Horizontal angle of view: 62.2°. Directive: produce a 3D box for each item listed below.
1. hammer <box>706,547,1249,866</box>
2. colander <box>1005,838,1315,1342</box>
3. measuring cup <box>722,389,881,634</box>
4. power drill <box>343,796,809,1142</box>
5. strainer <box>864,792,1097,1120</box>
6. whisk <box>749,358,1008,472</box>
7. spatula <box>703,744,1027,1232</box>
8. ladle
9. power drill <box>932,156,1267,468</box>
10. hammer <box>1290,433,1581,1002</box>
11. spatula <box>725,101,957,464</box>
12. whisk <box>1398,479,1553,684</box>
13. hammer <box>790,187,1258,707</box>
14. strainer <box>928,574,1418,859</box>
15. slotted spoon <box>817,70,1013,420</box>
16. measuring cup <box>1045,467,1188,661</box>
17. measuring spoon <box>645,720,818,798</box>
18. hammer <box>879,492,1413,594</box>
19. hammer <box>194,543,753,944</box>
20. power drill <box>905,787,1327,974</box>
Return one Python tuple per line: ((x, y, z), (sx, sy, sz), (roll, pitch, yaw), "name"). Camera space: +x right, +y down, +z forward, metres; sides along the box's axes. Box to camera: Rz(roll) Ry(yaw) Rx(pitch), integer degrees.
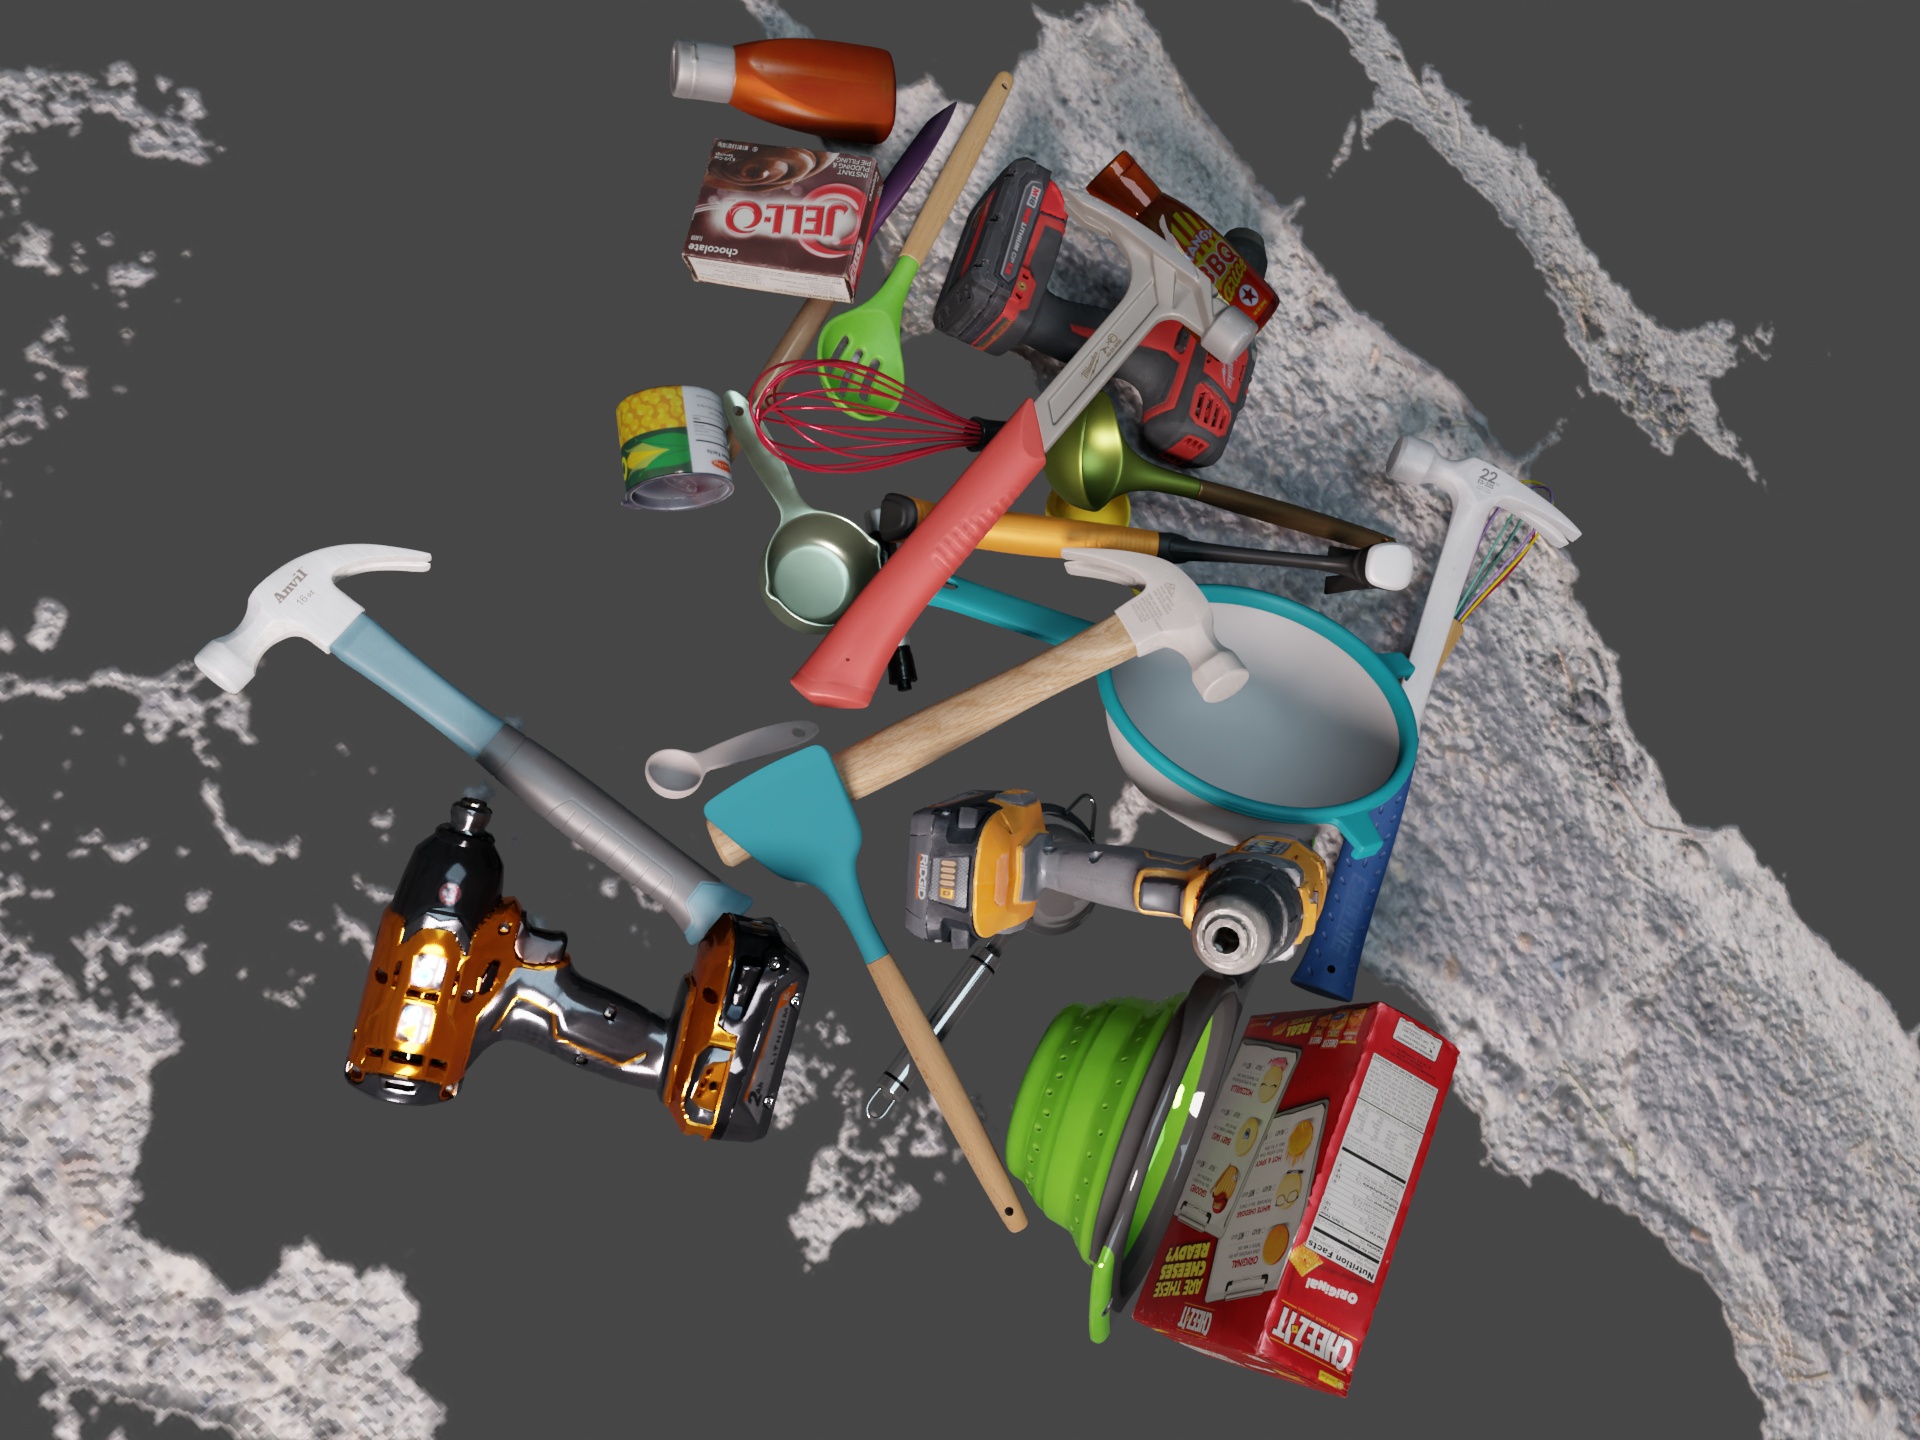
((-0.002, -0.003, 0.966), (0.331, 0.031, 0.130), (-27, 62, -2), "hammer")
((0.125, 0.181, 1.000), (0.094, 0.204, 0.397), (18, 50, 20), "colander")
((-0.112, -0.131, 1.013), (0.083, 0.038, 0.167), (-27, 86, -23), "measuring cup")
((-0.204, 0.139, 0.874), (0.226, 0.084, 0.164), (14, 95, -16), "power drill")
((0.022, 0.146, 1.001), (0.086, 0.050, 0.258), (44, 70, -17), "strainer")
((-0.007, -0.187, 1.035), (0.295, 0.073, 0.073), (-1, 78, -36), "whisk")
((-0.040, 0.167, 0.942), (0.082, 0.044, 0.317), (-28, 92, 7), "spatula")
((0.190, -0.155, 1.097), (0.320, 0.062, 0.078), (11, 85, -29), "ladle")
((0.112, -0.301, 1.115), (0.226, 0.080, 0.188), (24, 71, -17), "power drill")
((0.319, 0.001, 1.119), (0.144, 0.035, 0.406), (21, 77, 0), "hammer")
((-0.083, -0.293, 1.057), (0.018, 0.060, 0.316), (37, 72, -25), "spatula")
((0.372, -0.088, 1.187), (0.047, 0.051, 0.245), (32, 72, 11), "whisk")
((0.016, -0.156, 0.975), (0.149, 0.036, 0.359), (39, 83, 7), "hammer")
((0.122, -0.009, 1.048), (0.340, 0.095, 0.211), (20, 44, 7), "strainer")
((-0.024, -0.333, 1.096), (0.070, 0.031, 0.314), (35, 65, -27), "slotted spoon")
((0.113, -0.104, 1.101), (0.062, 0.029, 0.156), (-40, 104, -19), "measuring cup")
((-0.138, 0.023, 0.971), (0.124, 0.018, 0.034), (-19, 56, -39), "measuring spoon")
((0.114, -0.116, 1.042), (0.337, 0.127, 0.034), (5, 93, -7), "hammer")
((-0.263, 0.022, 0.924), (0.331, 0.033, 0.128), (39, 69, -9), "hammer")
((0.084, 0.094, 0.888), (0.226, 0.185, 0.084), (6, 96, 18), "power drill")
